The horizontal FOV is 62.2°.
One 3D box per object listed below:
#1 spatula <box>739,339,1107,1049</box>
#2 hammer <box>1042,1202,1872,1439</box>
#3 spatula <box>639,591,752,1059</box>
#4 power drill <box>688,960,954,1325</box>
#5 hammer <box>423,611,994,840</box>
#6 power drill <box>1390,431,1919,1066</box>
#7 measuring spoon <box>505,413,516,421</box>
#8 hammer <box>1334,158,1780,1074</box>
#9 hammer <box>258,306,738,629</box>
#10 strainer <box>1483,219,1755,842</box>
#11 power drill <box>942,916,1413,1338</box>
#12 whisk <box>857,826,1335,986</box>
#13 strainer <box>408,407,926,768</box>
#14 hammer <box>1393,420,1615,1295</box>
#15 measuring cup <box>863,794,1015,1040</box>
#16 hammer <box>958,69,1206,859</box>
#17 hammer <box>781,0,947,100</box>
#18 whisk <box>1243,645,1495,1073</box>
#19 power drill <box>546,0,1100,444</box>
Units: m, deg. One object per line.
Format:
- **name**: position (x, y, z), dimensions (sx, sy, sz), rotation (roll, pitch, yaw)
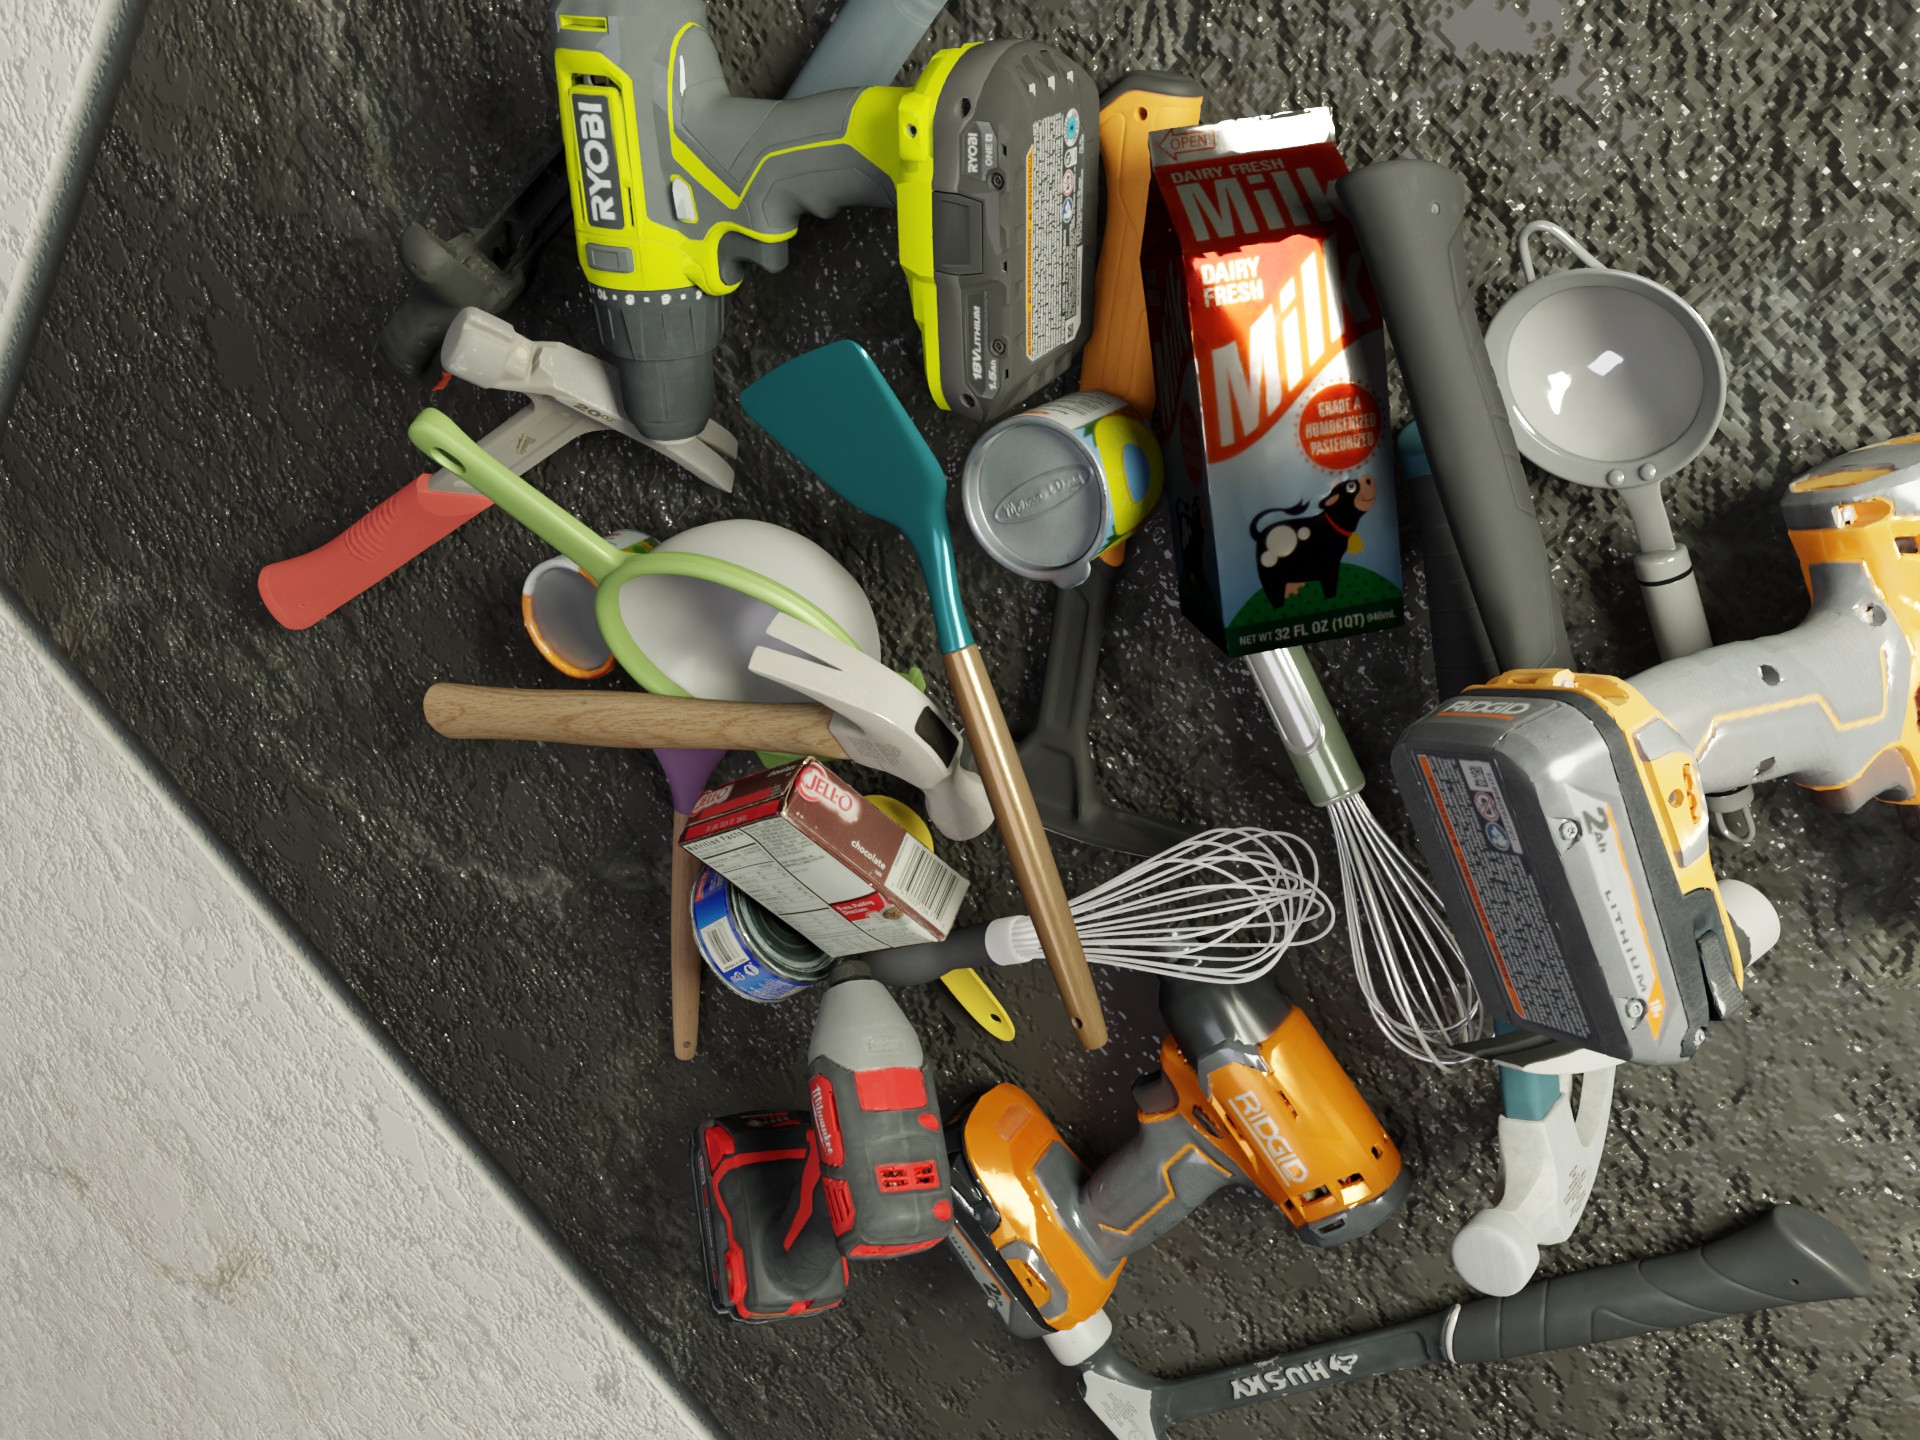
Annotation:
- **spatula**: position (-0.001, -0.002, 0.667), dimensions (0.082, 0.044, 0.317), rotation (-12, 101, 47)
- **hammer**: position (0.226, 0.307, 0.772), dimensions (0.409, 0.036, 0.149), rotation (-31, 95, 36)
- **spatula**: position (-0.150, 0.069, 0.890), dimensions (0.018, 0.059, 0.315), rotation (-118, 30, -54)
- **power drill**: position (-0.074, 0.226, 0.833), dimensions (0.219, 0.078, 0.143), rotation (-53, 43, 50)
- **hammer**: position (-0.148, -0.001, 0.787), dimensions (0.331, 0.031, 0.129), rotation (3, 144, 33)
- **power drill**: position (0.272, 0.029, 0.524), dimensions (0.185, 0.226, 0.084), rotation (66, 163, -10)
- **measuring spoon**: position (-0.198, -0.160, 0.831), dimensions (0.124, 0.018, 0.034), rotation (-4, 111, 39)
- **hammer**: position (0.196, -0.033, 0.564), dimensions (0.035, 0.146, 0.334), rotation (1, 114, 62)
- **hammer**: position (-0.279, -0.110, 0.859), dimensions (0.359, 0.149, 0.037), rotation (-19, 58, 44)
- **strainer**: position (0.256, -0.066, 0.587), dimensions (0.087, 0.050, 0.258), rotation (-3, 116, 49)
- **power drill**: position (0.084, 0.201, 0.784), dimensions (0.226, 0.084, 0.164), rotation (-34, 89, 33)
- **whisk**: position (0.048, 0.099, 0.738), dimensions (0.284, 0.070, 0.070), rotation (-17, 102, 44)
- **strainer**: position (-0.136, -0.079, 0.758), dimensions (0.256, 0.069, 0.151), rotation (37, 148, -18)
- **hammer**: position (0.210, 0.044, 0.627), dimensions (0.033, 0.128, 0.331), rotation (-4, 100, 39)
- **measuring cup**: position (-0.013, 0.103, 0.835), dimensions (0.062, 0.029, 0.156), rotation (-22, 111, 40)
- **hammer**: position (0.068, -0.099, 0.686), dimensions (0.127, 0.034, 0.336), rotation (19, 119, 23)
- **hammer**: position (0.016, -0.355, 0.601), dimensions (0.143, 0.038, 0.386), rotation (51, 126, 3)
- **whisk**: position (0.165, 0.039, 0.682), dimensions (0.058, 0.059, 0.246), rotation (-24, 93, 34)
- **power drill**: position (-0.064, -0.194, 0.652), dimensions (0.229, 0.080, 0.190), rotation (15, 124, 25)
